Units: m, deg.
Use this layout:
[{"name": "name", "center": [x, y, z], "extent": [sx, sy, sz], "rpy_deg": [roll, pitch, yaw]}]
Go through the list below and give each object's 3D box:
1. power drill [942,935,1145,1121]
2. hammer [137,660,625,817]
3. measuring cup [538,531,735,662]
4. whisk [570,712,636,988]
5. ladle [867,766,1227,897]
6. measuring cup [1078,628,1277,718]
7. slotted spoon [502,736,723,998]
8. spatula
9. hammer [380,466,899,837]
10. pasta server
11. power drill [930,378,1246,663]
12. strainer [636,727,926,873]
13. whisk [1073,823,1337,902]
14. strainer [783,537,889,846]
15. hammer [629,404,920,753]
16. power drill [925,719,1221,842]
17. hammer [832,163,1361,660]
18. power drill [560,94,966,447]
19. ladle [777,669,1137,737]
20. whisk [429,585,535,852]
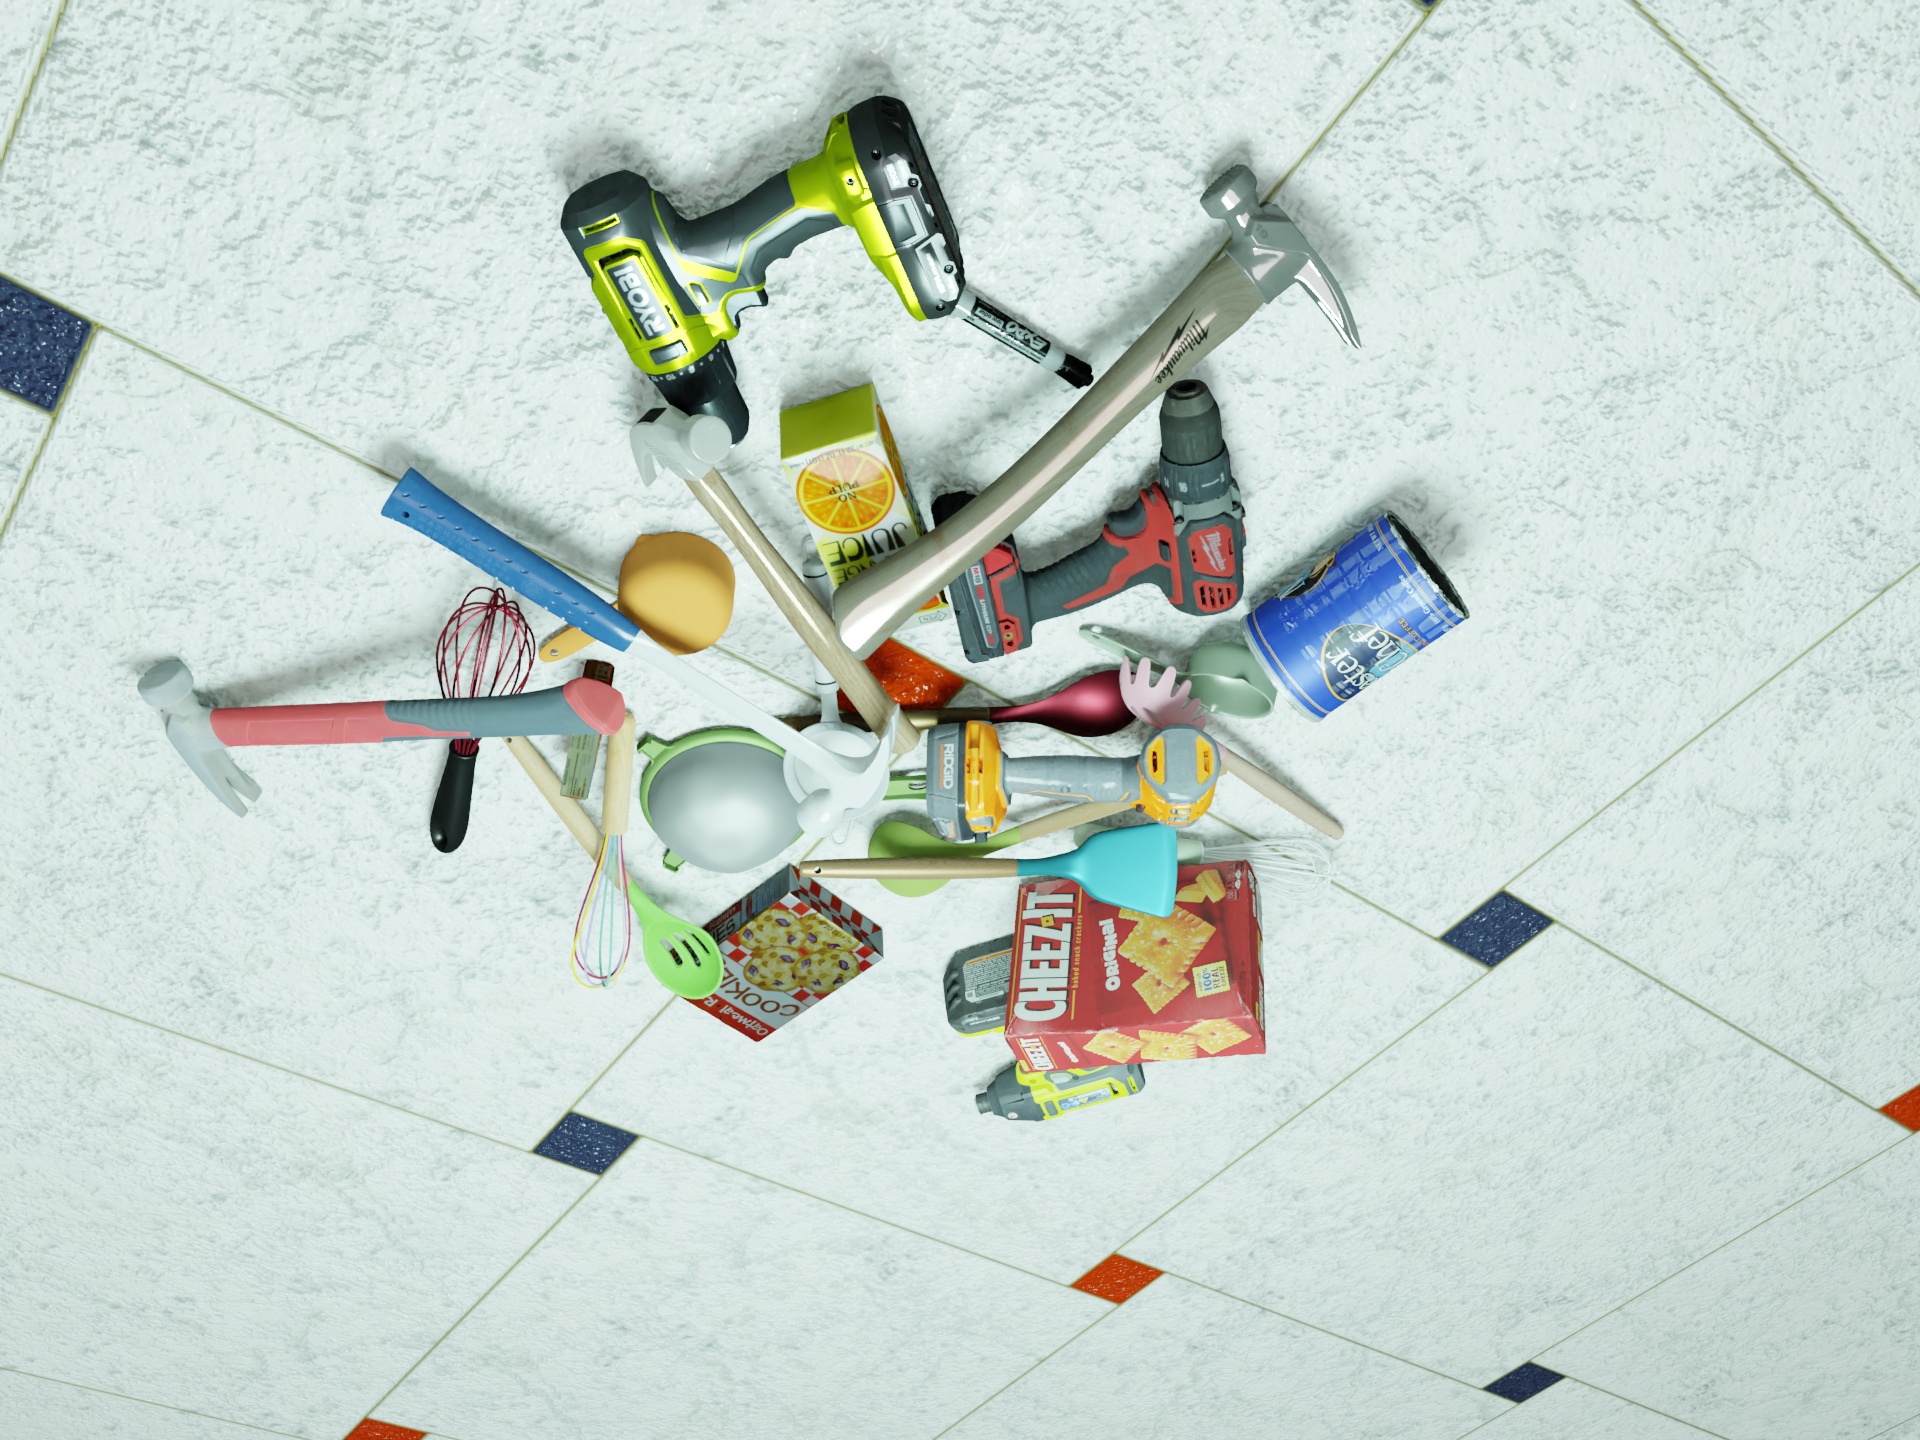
[{"name": "power drill", "center": [0.071, 0.307, 1.537], "extent": [0.171, 0.080, 0.223], "rpy_deg": [-17, 132, 8]}, {"name": "hammer", "center": [-0.423, 0.012, 1.193], "extent": [0.386, 0.038, 0.143], "rpy_deg": [-2, 132, 18]}, {"name": "measuring cup", "center": [-0.249, -0.072, 1.200], "extent": [0.173, 0.052, 0.095], "rpy_deg": [-27, 127, 13]}, {"name": "whisk", "center": [-0.290, 0.112, 1.308], "extent": [0.047, 0.051, 0.245], "rpy_deg": [5, 107, -11]}, {"name": "ladle", "center": [0.074, 0.082, 1.380], "extent": [0.320, 0.062, 0.078], "rpy_deg": [-18, 128, 0]}, {"name": "measuring cup", "center": [0.177, -0.052, 1.275], "extent": [0.167, 0.038, 0.083], "rpy_deg": [23, 161, -1]}, {"name": "slotted spoon", "center": [-0.297, 0.119, 1.348], "extent": [0.070, 0.031, 0.313], "rpy_deg": [-22, 120, 17]}, {"name": "spatula", "center": [0.024, 0.124, 1.334], "extent": [0.317, 0.044, 0.082], "rpy_deg": [0, 96, -12]}, {"name": "hammer", "center": [-0.226, -0.056, 1.154], "extent": [0.405, 0.035, 0.144], "rpy_deg": [33, 133, -16]}, {"name": "pasta server", "center": [0.237, 0.031, 1.340], "extent": [0.316, 0.060, 0.040], "rpy_deg": [31, 76, -38]}, {"name": "power drill", "center": [0.096, -0.144, 1.166], "extent": [0.226, 0.080, 0.187], "rpy_deg": [-13, 130, 1]}, {"name": "strainer", "center": [-0.141, 0.079, 1.327], "extent": [0.256, 0.069, 0.151], "rpy_deg": [-4, 130, -1]}, {"name": "whisk", "center": [0.220, 0.121, 1.421], "extent": [0.246, 0.059, 0.058], "rpy_deg": [9, 91, -9]}, {"name": "strainer", "center": [-0.102, -0.023, 1.250], "extent": [0.087, 0.050, 0.258], "rpy_deg": [0, 118, 8]}, {"name": "hammer", "center": [-0.126, -0.093, 1.147], "extent": [0.031, 0.130, 0.331], "rpy_deg": [-48, 126, -17]}, {"name": "power drill", "center": [0.093, 0.053, 1.288], "extent": [0.226, 0.084, 0.164], "rpy_deg": [-1, 164, 6]}, {"name": "hammer", "center": [0.078, -0.180, 1.085], "extent": [0.410, 0.038, 0.146], "rpy_deg": [-41, 109, 10]}, {"name": "power drill", "center": [-0.117, -0.284, 1.026], "extent": [0.228, 0.080, 0.190], "rpy_deg": [-18, 129, 12]}, {"name": "ladle", "center": [-0.002, -0.004, 1.303], "extent": [0.315, 0.031, 0.069], "rpy_deg": [-3, 131, -1]}, {"name": "whisk", "center": [-0.387, 0.009, 1.249], "extent": [0.073, 0.073, 0.295], "rpy_deg": [13, 133, -16]}]
